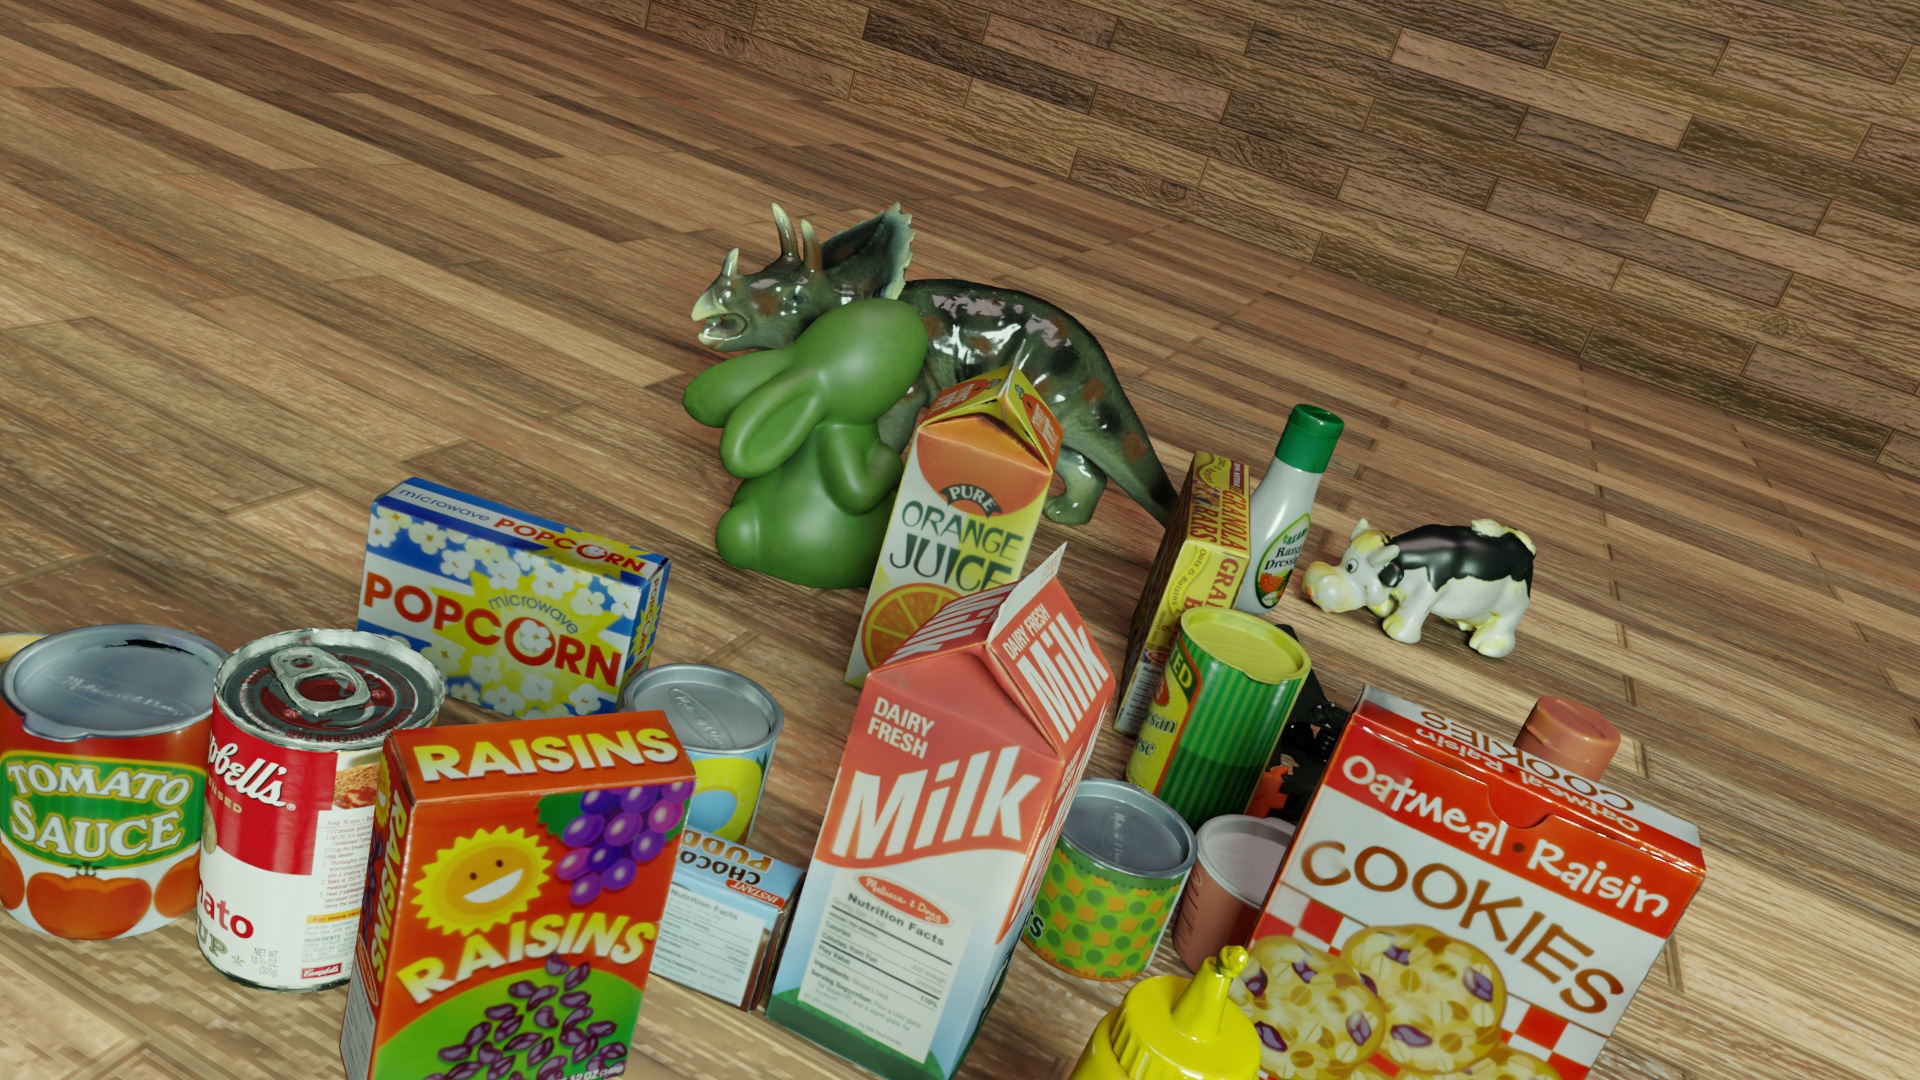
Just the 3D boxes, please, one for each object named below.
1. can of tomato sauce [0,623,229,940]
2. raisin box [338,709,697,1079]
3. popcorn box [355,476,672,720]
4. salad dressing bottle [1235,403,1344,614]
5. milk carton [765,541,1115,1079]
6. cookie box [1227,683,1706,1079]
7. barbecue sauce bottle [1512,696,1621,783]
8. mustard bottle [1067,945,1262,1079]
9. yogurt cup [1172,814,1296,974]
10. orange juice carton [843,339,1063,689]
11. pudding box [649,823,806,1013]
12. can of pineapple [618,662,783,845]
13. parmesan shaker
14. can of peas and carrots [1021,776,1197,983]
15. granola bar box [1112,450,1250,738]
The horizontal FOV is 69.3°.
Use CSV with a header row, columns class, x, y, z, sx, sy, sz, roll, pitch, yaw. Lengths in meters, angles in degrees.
class,x,y,z,sx,sy,sz,roll,pitch,yaw
can of tomato sauce,-0.281,0.081,0.462,0.071,0.082,0.071,15,23,-6
raisin box,-0.138,0.116,0.432,0.086,0.123,0.040,1,27,-34
popcorn box,-0.203,0.032,0.627,0.127,0.085,0.038,18,22,1
salad dressing bottle,0.224,-0.022,0.971,0.064,0.147,0.044,-7,32,-45
milk carton,-0.002,0.093,0.493,0.073,0.189,0.072,23,23,13
cookie box,0.173,0.153,0.511,0.123,0.166,0.040,23,23,15
barbecue sauce bottle,0.240,0.140,0.612,0.044,0.148,0.065,8,24,-22
mustard bottle,0.050,0.172,0.389,0.065,0.159,0.049,-8,33,-46
yogurt cup,0.127,0.161,0.605,0.072,0.053,0.073,15,23,-6
orange juice carton,0.003,-0.009,0.727,0.073,0.191,0.072,18,22,2
pudding box,-0.105,0.133,0.512,0.084,0.049,0.030,20,22,5
can of pineapple,-0.115,0.093,0.585,0.071,0.057,0.071,15,23,-6
parmesan shaker,0.125,0.095,0.692,0.071,0.102,0.071,15,22,-6
can of peas and carrots,0.058,0.143,0.591,0.071,0.058,0.071,15,23,-6
granola bar box,0.133,0.030,0.819,0.039,0.123,0.166,19,23,4
